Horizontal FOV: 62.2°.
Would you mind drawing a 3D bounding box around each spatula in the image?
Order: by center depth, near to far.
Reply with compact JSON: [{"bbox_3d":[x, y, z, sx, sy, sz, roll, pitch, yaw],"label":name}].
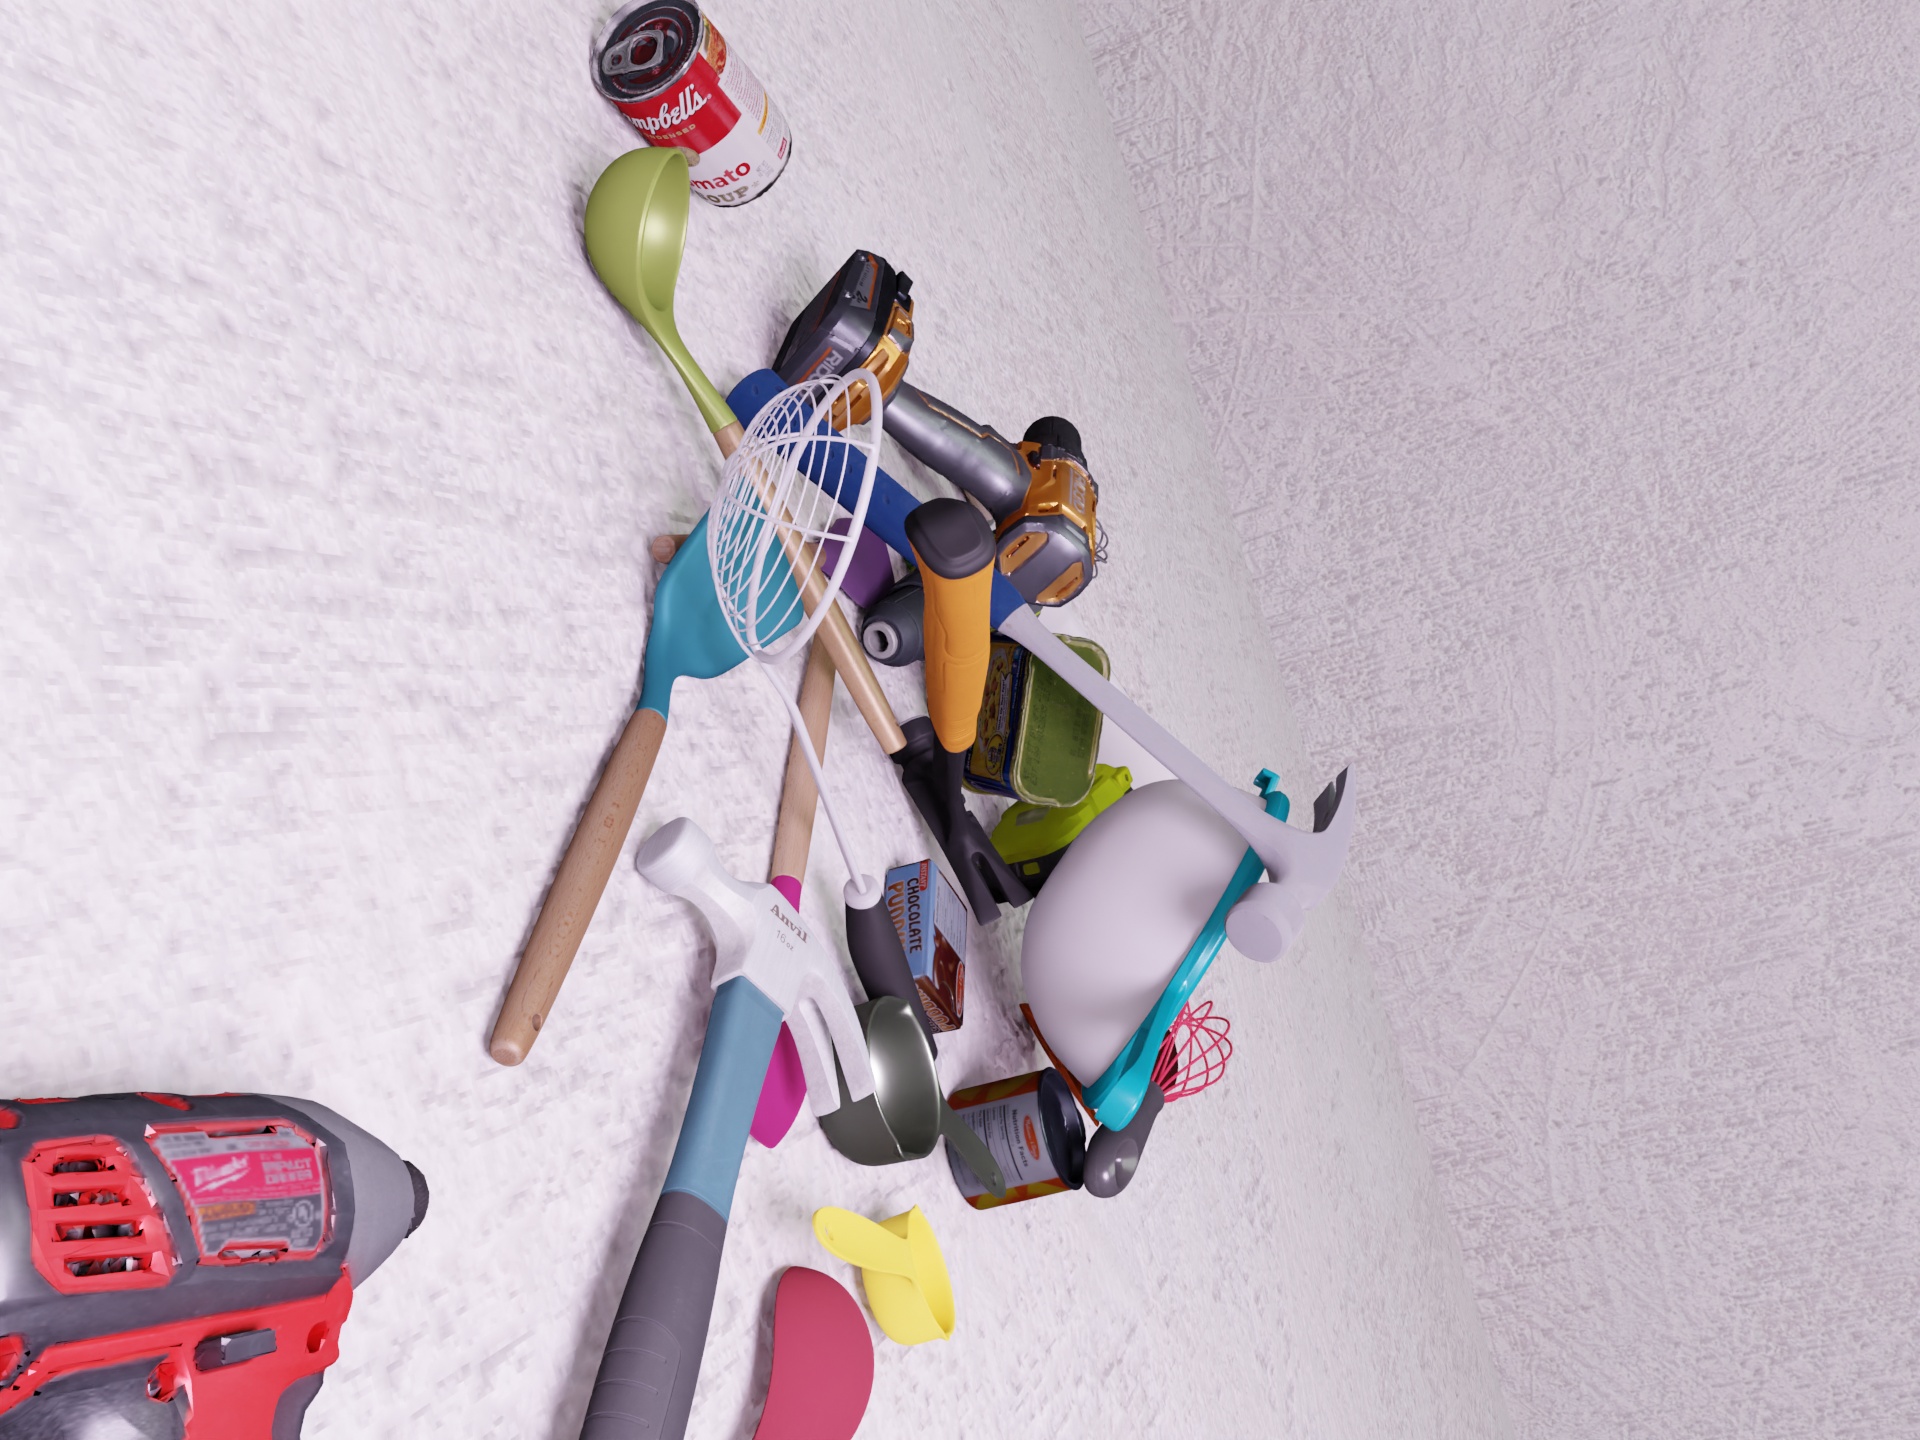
[{"bbox_3d":[-0.123,0.013,0.642,0.318,0.044,0.082,-80,155,-53],"label":"spatula"},{"bbox_3d":[-0.090,-0.089,0.876,0.316,0.018,0.060,-13,90,-73],"label":"spatula"},{"bbox_3d":[0.079,0.167,1.092,0.081,0.041,0.323,61,19,-11],"label":"spatula"}]

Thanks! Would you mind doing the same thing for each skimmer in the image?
[{"bbox_3d":[-0.034,0.022,0.730,0.127,0.090,0.363,-118,-170,-58],"label":"skimmer"}]

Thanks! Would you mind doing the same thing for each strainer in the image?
[{"bbox_3d":[0.079,0.120,0.853,0.095,0.211,0.340,33,16,7],"label":"strainer"}]

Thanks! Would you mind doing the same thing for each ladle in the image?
[{"bbox_3d":[-0.088,0.279,0.529,0.069,0.031,0.315,64,21,-4],"label":"ladle"},{"bbox_3d":[-0.094,-0.128,0.793,0.320,0.062,0.078,63,13,-13],"label":"ladle"}]

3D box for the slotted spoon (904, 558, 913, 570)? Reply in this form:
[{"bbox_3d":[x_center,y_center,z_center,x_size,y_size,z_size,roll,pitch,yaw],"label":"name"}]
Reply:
[{"bbox_3d":[0.035,-0.032,1.175,0.313,0.031,0.070,57,21,-43],"label":"slotted spoon"}]

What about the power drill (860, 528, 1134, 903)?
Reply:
[{"bbox_3d":[0.027,-0.003,1.023,0.190,0.080,0.228,-34,105,-55],"label":"power drill"}]

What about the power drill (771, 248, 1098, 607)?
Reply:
[{"bbox_3d":[-0.002,-0.190,1.002,0.226,0.084,0.185,38,31,-20],"label":"power drill"}]

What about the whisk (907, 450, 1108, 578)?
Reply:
[{"bbox_3d":[0.034,-0.168,1.202,0.238,0.055,0.055,27,46,-42],"label":"whisk"}]

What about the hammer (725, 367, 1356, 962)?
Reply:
[{"bbox_3d":[0.038,-0.049,0.837,0.405,0.035,0.144,41,42,9],"label":"hammer"}]

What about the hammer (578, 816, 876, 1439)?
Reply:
[{"bbox_3d":[-0.097,0.181,0.547,0.128,0.033,0.331,47,29,-25],"label":"hammer"}]

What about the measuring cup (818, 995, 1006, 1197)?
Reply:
[{"bbox_3d":[-0.023,0.197,0.774,0.167,0.038,0.083,57,23,-43],"label":"measuring cup"}]

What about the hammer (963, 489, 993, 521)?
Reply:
[{"bbox_3d":[0.086,-0.065,1.339,0.146,0.038,0.410,-78,145,-59],"label":"hammer"}]

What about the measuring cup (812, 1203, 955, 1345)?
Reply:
[{"bbox_3d":[-0.041,0.231,0.677,0.156,0.029,0.062,54,17,-57],"label":"measuring cup"}]

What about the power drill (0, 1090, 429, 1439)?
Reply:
[{"bbox_3d":[-0.156,0.189,0.339,0.143,0.078,0.220,27,45,-66],"label":"power drill"}]

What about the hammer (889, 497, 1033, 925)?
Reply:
[{"bbox_3d":[-0.001,-0.002,0.774,0.127,0.034,0.336,60,-12,20],"label":"hammer"}]

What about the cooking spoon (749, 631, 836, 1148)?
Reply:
[{"bbox_3d":[-0.081,0.060,0.763,0.068,0.017,0.319,56,25,-36],"label":"cooking spoon"}]

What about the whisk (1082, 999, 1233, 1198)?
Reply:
[{"bbox_3d":[0.118,0.225,0.975,0.073,0.073,0.296,72,19,-1],"label":"whisk"}]
